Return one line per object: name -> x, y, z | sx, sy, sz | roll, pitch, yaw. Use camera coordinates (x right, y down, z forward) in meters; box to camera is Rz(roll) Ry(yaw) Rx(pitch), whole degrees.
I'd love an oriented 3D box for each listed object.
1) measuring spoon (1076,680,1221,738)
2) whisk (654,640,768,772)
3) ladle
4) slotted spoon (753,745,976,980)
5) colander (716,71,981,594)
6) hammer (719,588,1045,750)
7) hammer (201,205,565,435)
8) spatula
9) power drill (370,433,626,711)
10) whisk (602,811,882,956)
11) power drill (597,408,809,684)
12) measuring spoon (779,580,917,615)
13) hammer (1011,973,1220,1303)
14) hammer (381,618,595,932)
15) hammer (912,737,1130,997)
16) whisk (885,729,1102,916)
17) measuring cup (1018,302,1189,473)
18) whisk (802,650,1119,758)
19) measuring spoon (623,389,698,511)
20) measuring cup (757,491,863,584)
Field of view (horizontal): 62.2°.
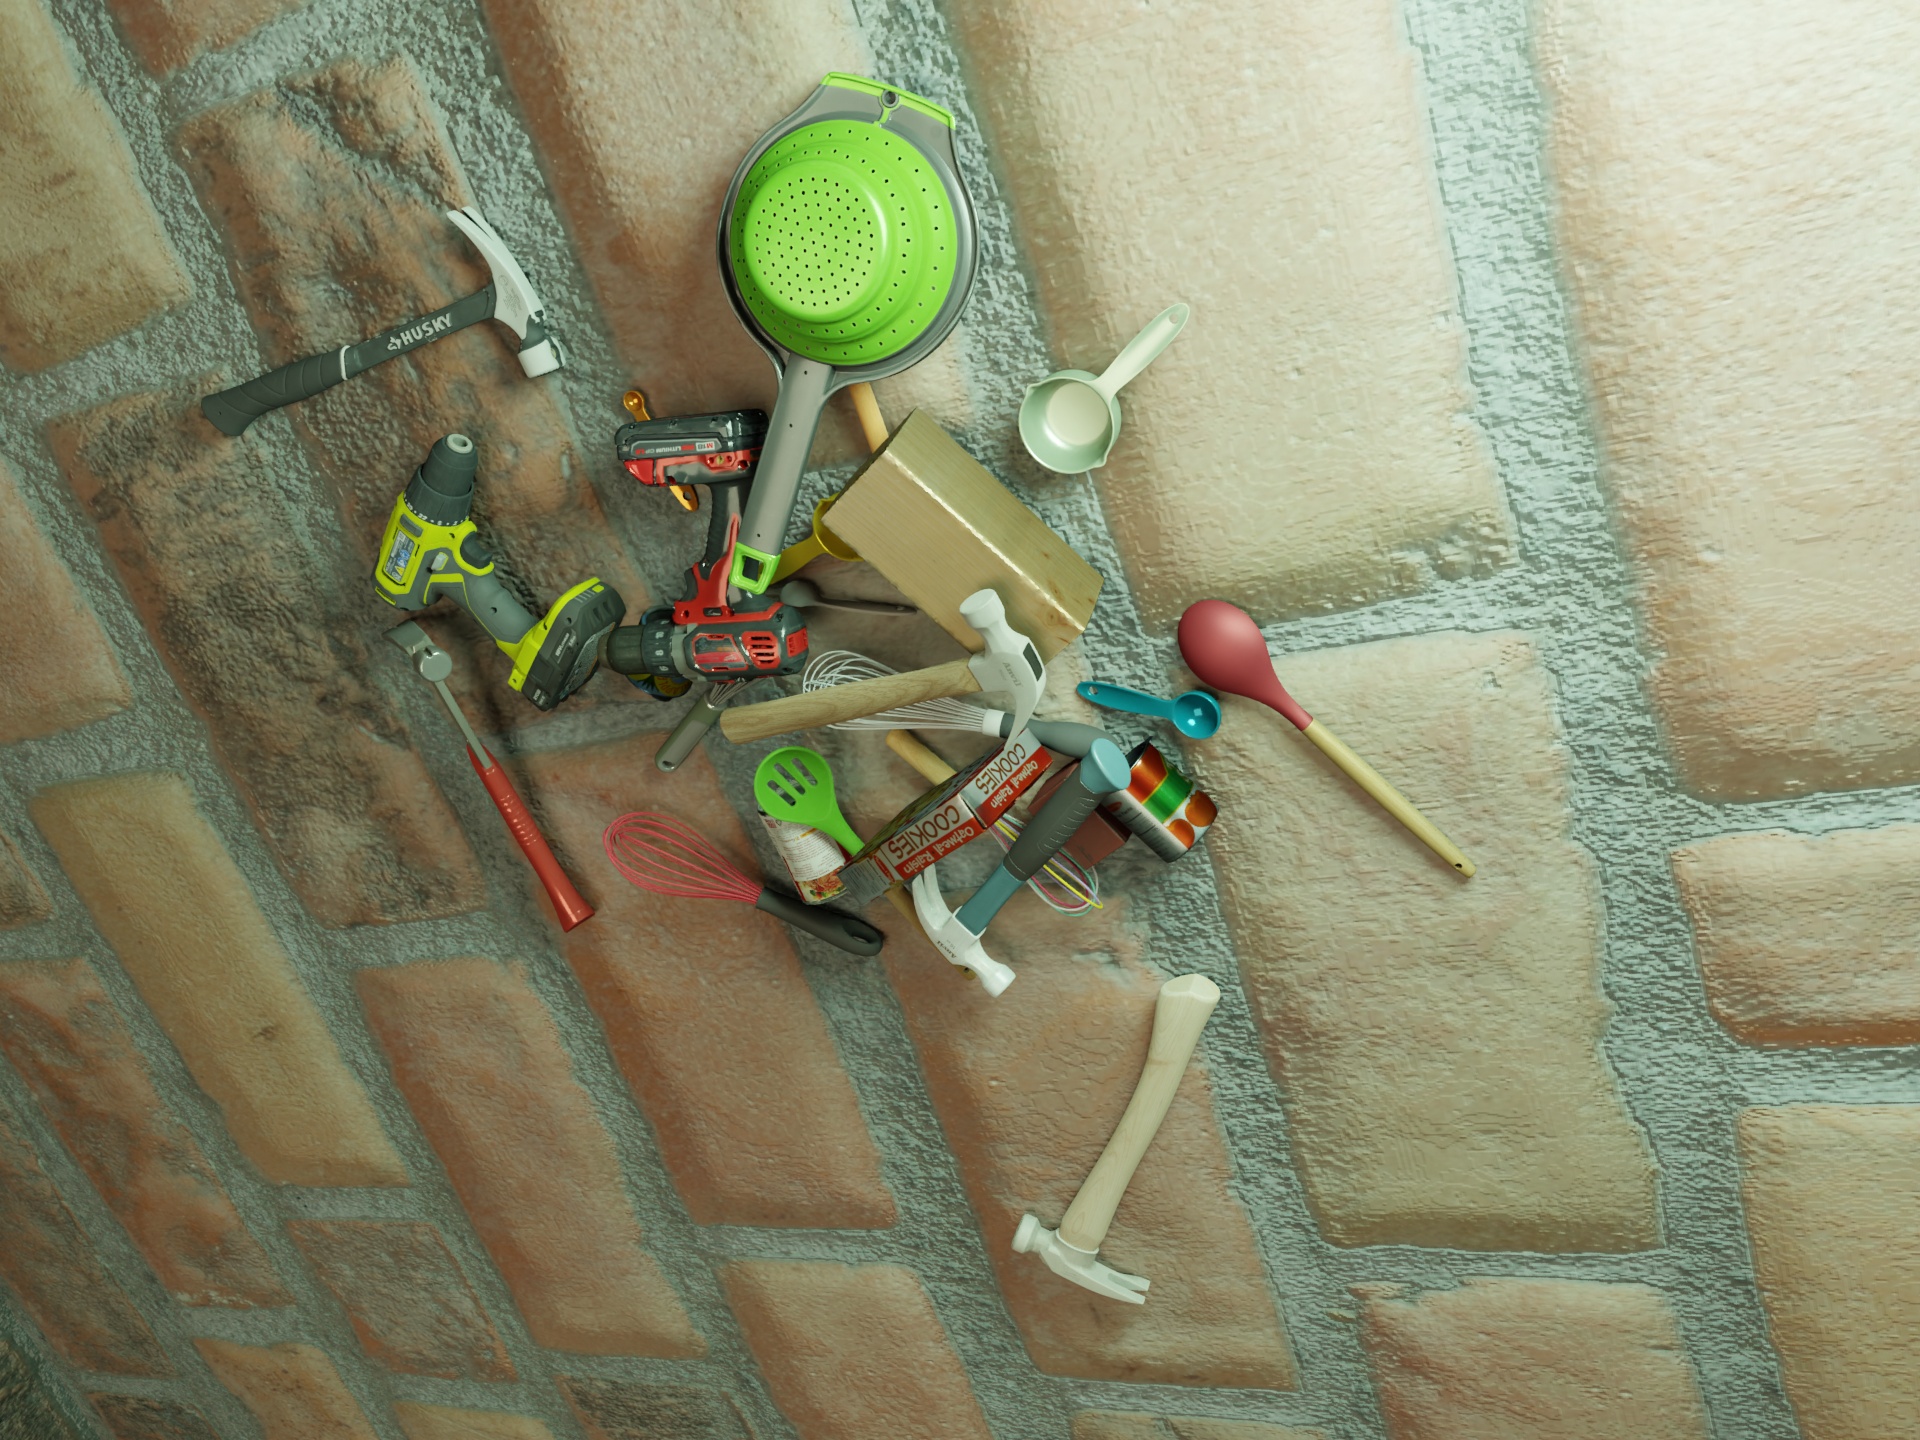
measuring spoon -> 0.158, -0.017, 1.320 | 0.129, 0.021, 0.042 | 15, 123, 26
whisk -> -0.220, -0.023, 1.457 | 0.057, 0.059, 0.246 | 23, 133, -24
ladle -> 0.296, 0.020, 1.273 | 0.315, 0.031, 0.069 | 41, 125, -5
slotted spoon -> -0.081, 0.137, 1.459 | 0.070, 0.031, 0.313 | -42, 115, -4
colander -> -0.119, -0.274, 1.185 | 0.204, 0.094, 0.397 | 21, 108, 6
hammer -> -0.073, -0.018, 1.312 | 0.331, 0.031, 0.130 | -12, 123, 37
hammer -> -0.541, -0.332, 1.429 | 0.409, 0.036, 0.149 | -11, 111, 28
spatula -> -0.084, -0.289, 1.267 | 0.081, 0.041, 0.322 | -7, 118, 26
power drill -> -0.427, -0.135, 1.464 | 0.228, 0.080, 0.190 | 38, 126, 3
whisk -> -0.213, 0.165, 1.550 | 0.296, 0.073, 0.073 | 22, 124, 4
power drill -> -0.231, -0.140, 1.340 | 0.188, 0.080, 0.226 | -2, 104, 17
measuring spoon -> -0.097, -0.106, 1.369 | 0.124, 0.034, 0.018 | 8, 115, 13
hammer -> 0.173, 0.406, 1.531 | 0.146, 0.038, 0.410 | 23, 123, 8
hammer -> -0.465, 0.064, 1.592 | 0.149, 0.037, 0.358 | 25, 144, 55
hammer -> 0.055, 0.121, 1.365 | 0.128, 0.033, 0.331 | 42, 137, 6
whisk -> 0.030, 0.089, 1.417 | 0.245, 0.047, 0.051 | 40, 126, 4
measuring cup -> 0.114, -0.256, 1.191 | 0.083, 0.038, 0.167 | 45, 123, -5
whisk -> -0.002, -0.003, 1.371 | 0.284, 0.070, 0.070 | 12, 121, 12
measuring spoon -> -0.257, -0.234, 1.379 | 0.021, 0.011, 0.116 | -16, 113, 29
measuring cup -> -0.126, -0.151, 1.364 | 0.156, 0.029, 0.062 | -22, 108, 43
